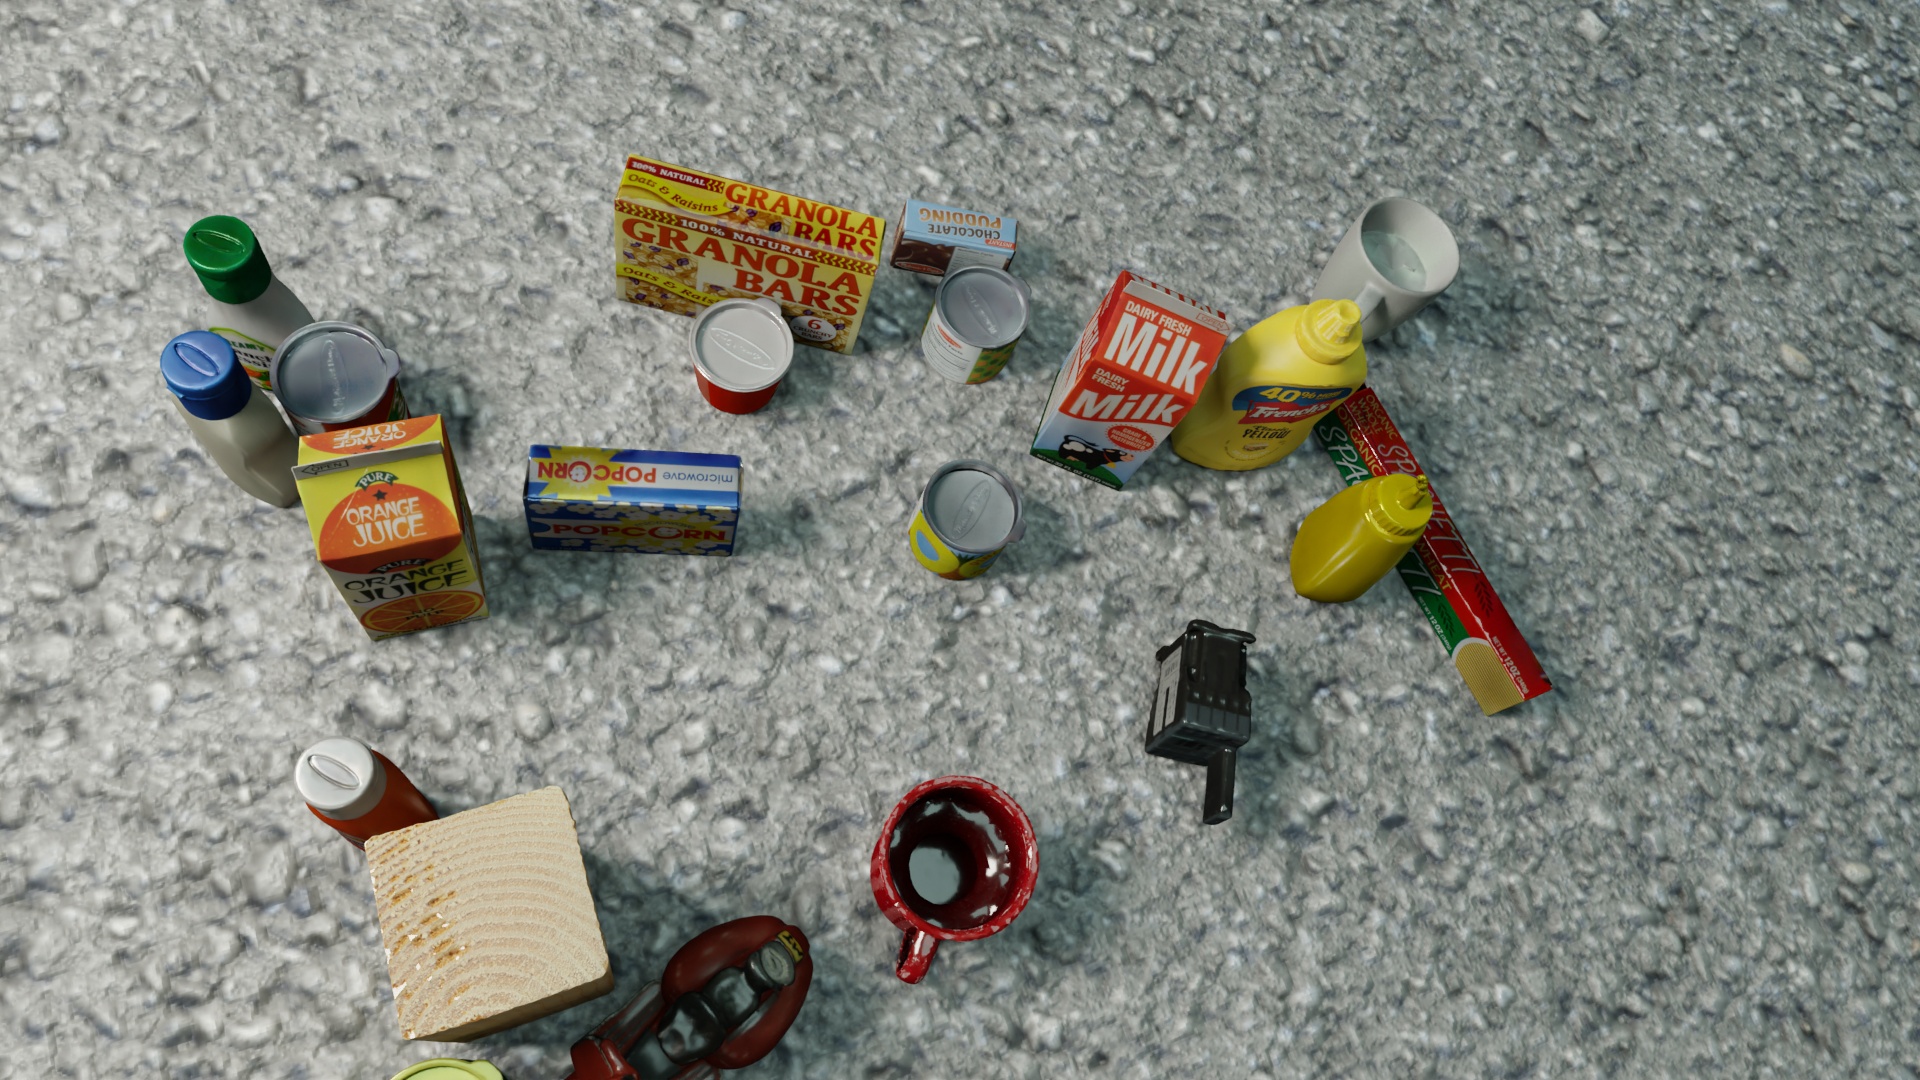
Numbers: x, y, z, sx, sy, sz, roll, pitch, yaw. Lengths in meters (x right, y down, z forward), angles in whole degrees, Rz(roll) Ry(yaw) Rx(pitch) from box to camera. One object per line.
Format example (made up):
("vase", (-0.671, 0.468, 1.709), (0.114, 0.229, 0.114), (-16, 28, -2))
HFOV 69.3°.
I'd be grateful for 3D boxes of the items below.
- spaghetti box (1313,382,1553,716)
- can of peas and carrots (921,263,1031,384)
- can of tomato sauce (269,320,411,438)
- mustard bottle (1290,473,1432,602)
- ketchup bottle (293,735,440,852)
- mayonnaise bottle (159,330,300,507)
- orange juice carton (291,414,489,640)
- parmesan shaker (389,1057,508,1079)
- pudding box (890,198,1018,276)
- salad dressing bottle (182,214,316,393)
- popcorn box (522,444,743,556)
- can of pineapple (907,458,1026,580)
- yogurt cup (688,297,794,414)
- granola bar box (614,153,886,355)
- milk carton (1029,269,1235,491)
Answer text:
("spaghetti box", (0.332, 0.005, 0.991), (0.029, 0.050, 0.250), (-23, 76, -20))
("can of peas and carrots", (0.011, -0.152, 0.972), (0.071, 0.058, 0.071), (4, 69, -11))
("can of tomato sauce", (-0.372, -0.085, 0.844), (0.071, 0.082, 0.071), (4, 69, -11))
("mustard bottle", (0.271, -0.007, 0.921), (0.049, 0.159, 0.065), (10, 68, -9))
("ketchup bottle", (-0.317, 0.135, 0.736), (0.065, 0.148, 0.044), (30, 66, -1))
("mayonnaise bottle", (-0.414, -0.070, 0.793), (0.065, 0.147, 0.041), (36, 66, 2))
("orange juice carton", (-0.312, -0.010, 0.770), (0.072, 0.192, 0.073), (-12, 73, -17))
("parmesan shaker", (-0.261, 0.299, 0.712), (0.071, 0.102, 0.071), (4, 69, -11))
("pudding box", (-0.005, -0.213, 0.997), (0.084, 0.049, 0.030), (8, 68, -10))
("salad dressing bottle", (-0.417, -0.137, 0.818), (0.064, 0.147, 0.044), (19, 67, -5))
("popcorn box", (-0.201, -0.023, 0.859), (0.127, 0.085, 0.038), (2, 69, -12))
("can of pineapple", (0.003, -0.011, 0.917), (0.071, 0.057, 0.071), (4, 69, -11))
("yogurt cup", (-0.147, -0.119, 0.925), (0.072, 0.053, 0.072), (4, 69, -11))
("granola bar box", (-0.140, -0.185, 0.914), (0.166, 0.123, 0.039), (13, 68, -8))
("milk carton", (0.111, -0.109, 0.907), (0.072, 0.189, 0.074), (22, 67, -4))
